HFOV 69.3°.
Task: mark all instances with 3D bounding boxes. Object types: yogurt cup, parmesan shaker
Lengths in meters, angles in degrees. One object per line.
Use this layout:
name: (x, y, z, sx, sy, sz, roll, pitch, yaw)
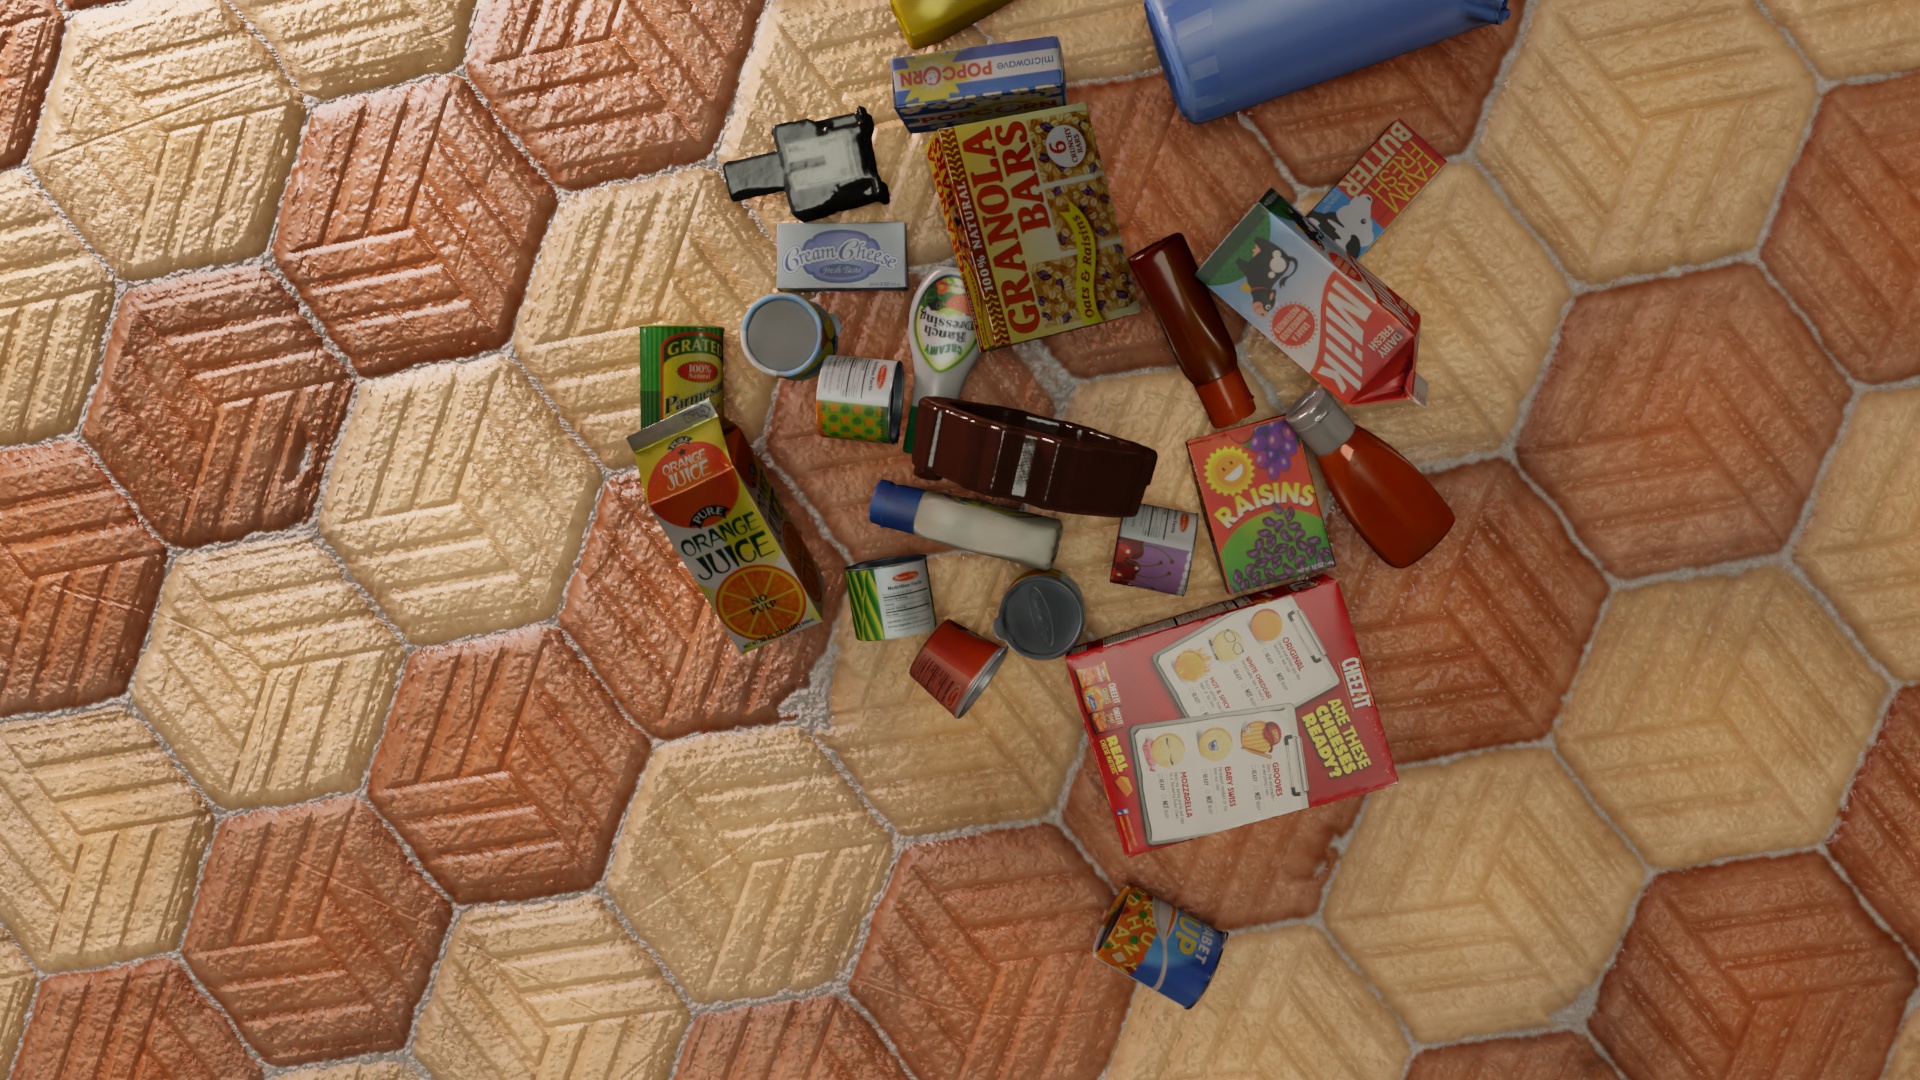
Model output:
yogurt cup: (-0.004, 0.099, 1.095, 0.054, 0.072, 0.072, 35, 97, 10)
parmesan shaker: (-0.217, -0.117, 1.099, 0.071, 0.071, 0.103, 1, 95, 6)

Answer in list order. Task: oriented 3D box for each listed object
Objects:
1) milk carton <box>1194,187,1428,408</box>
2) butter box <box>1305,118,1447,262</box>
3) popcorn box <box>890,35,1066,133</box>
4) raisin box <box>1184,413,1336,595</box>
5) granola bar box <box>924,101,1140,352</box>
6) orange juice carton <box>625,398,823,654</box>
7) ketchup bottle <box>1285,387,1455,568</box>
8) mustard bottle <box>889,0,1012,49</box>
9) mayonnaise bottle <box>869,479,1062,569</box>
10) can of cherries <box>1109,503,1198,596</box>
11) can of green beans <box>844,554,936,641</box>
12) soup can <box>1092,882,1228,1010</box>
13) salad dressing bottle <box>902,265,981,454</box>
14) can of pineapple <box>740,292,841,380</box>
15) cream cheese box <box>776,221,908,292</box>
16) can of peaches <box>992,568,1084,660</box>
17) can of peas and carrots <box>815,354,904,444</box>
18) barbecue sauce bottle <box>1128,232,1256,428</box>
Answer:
milk carton: (0.275, -0.169, 1.033, 0.190, 0.073, 0.073, 41, 120, 1)
butter box: (0.314, -0.264, 1.056, 0.053, 0.024, 0.103, 42, 97, 1)
popcorn box: (0.016, -0.342, 1.048, 0.127, 0.085, 0.038, -6, 93, 6)
raisin box: (0.230, -0.029, 1.074, 0.086, 0.040, 0.123, -15, 92, 7)
granola bar box: (0.055, -0.237, 1.054, 0.124, 0.039, 0.165, -16, 93, -17)
orange juice carton: (-0.177, -0.015, 1.059, 0.072, 0.073, 0.192, -23, 119, 7)
ketchup bottle: (0.305, -0.050, 1.045, 0.065, 0.043, 0.148, -44, 105, 2)
mustard bottle: (0.024, -0.431, 1.054, 0.160, 0.065, 0.048, -29, 97, 1)
mayonnaise bottle: (0.004, -0.014, 1.087, 0.148, 0.065, 0.041, 14, 97, 8)
can of cherries: (0.149, 0.008, 1.073, 0.058, 0.071, 0.071, 10, 96, 5)
can of green beans: (-0.055, 0.045, 1.094, 0.071, 0.071, 0.057, -8, 95, 6)
soup can: (0.157, 0.316, 1.093, 0.084, 0.071, 0.071, 29, 97, 3)
salad dressing bottle: (-0.014, -0.138, 1.087, 0.064, 0.044, 0.147, 11, 96, 3)
can of pineapple: (-0.133, -0.161, 1.090, 0.071, 0.058, 0.071, 0, 94, 5)
cream cheese box: (-0.093, -0.224, 1.098, 0.104, 0.024, 0.053, 0, 93, 5)
can of peaches: (0.062, 0.057, 1.088, 0.071, 0.058, 0.071, 1, 95, 6)
can of peas and carrots: (-0.078, -0.109, 1.086, 0.059, 0.071, 0.071, 6, 95, 5)
barbecue sauce bottle: (0.179, -0.159, 1.060, 0.043, 0.065, 0.148, -23, 101, 26)
